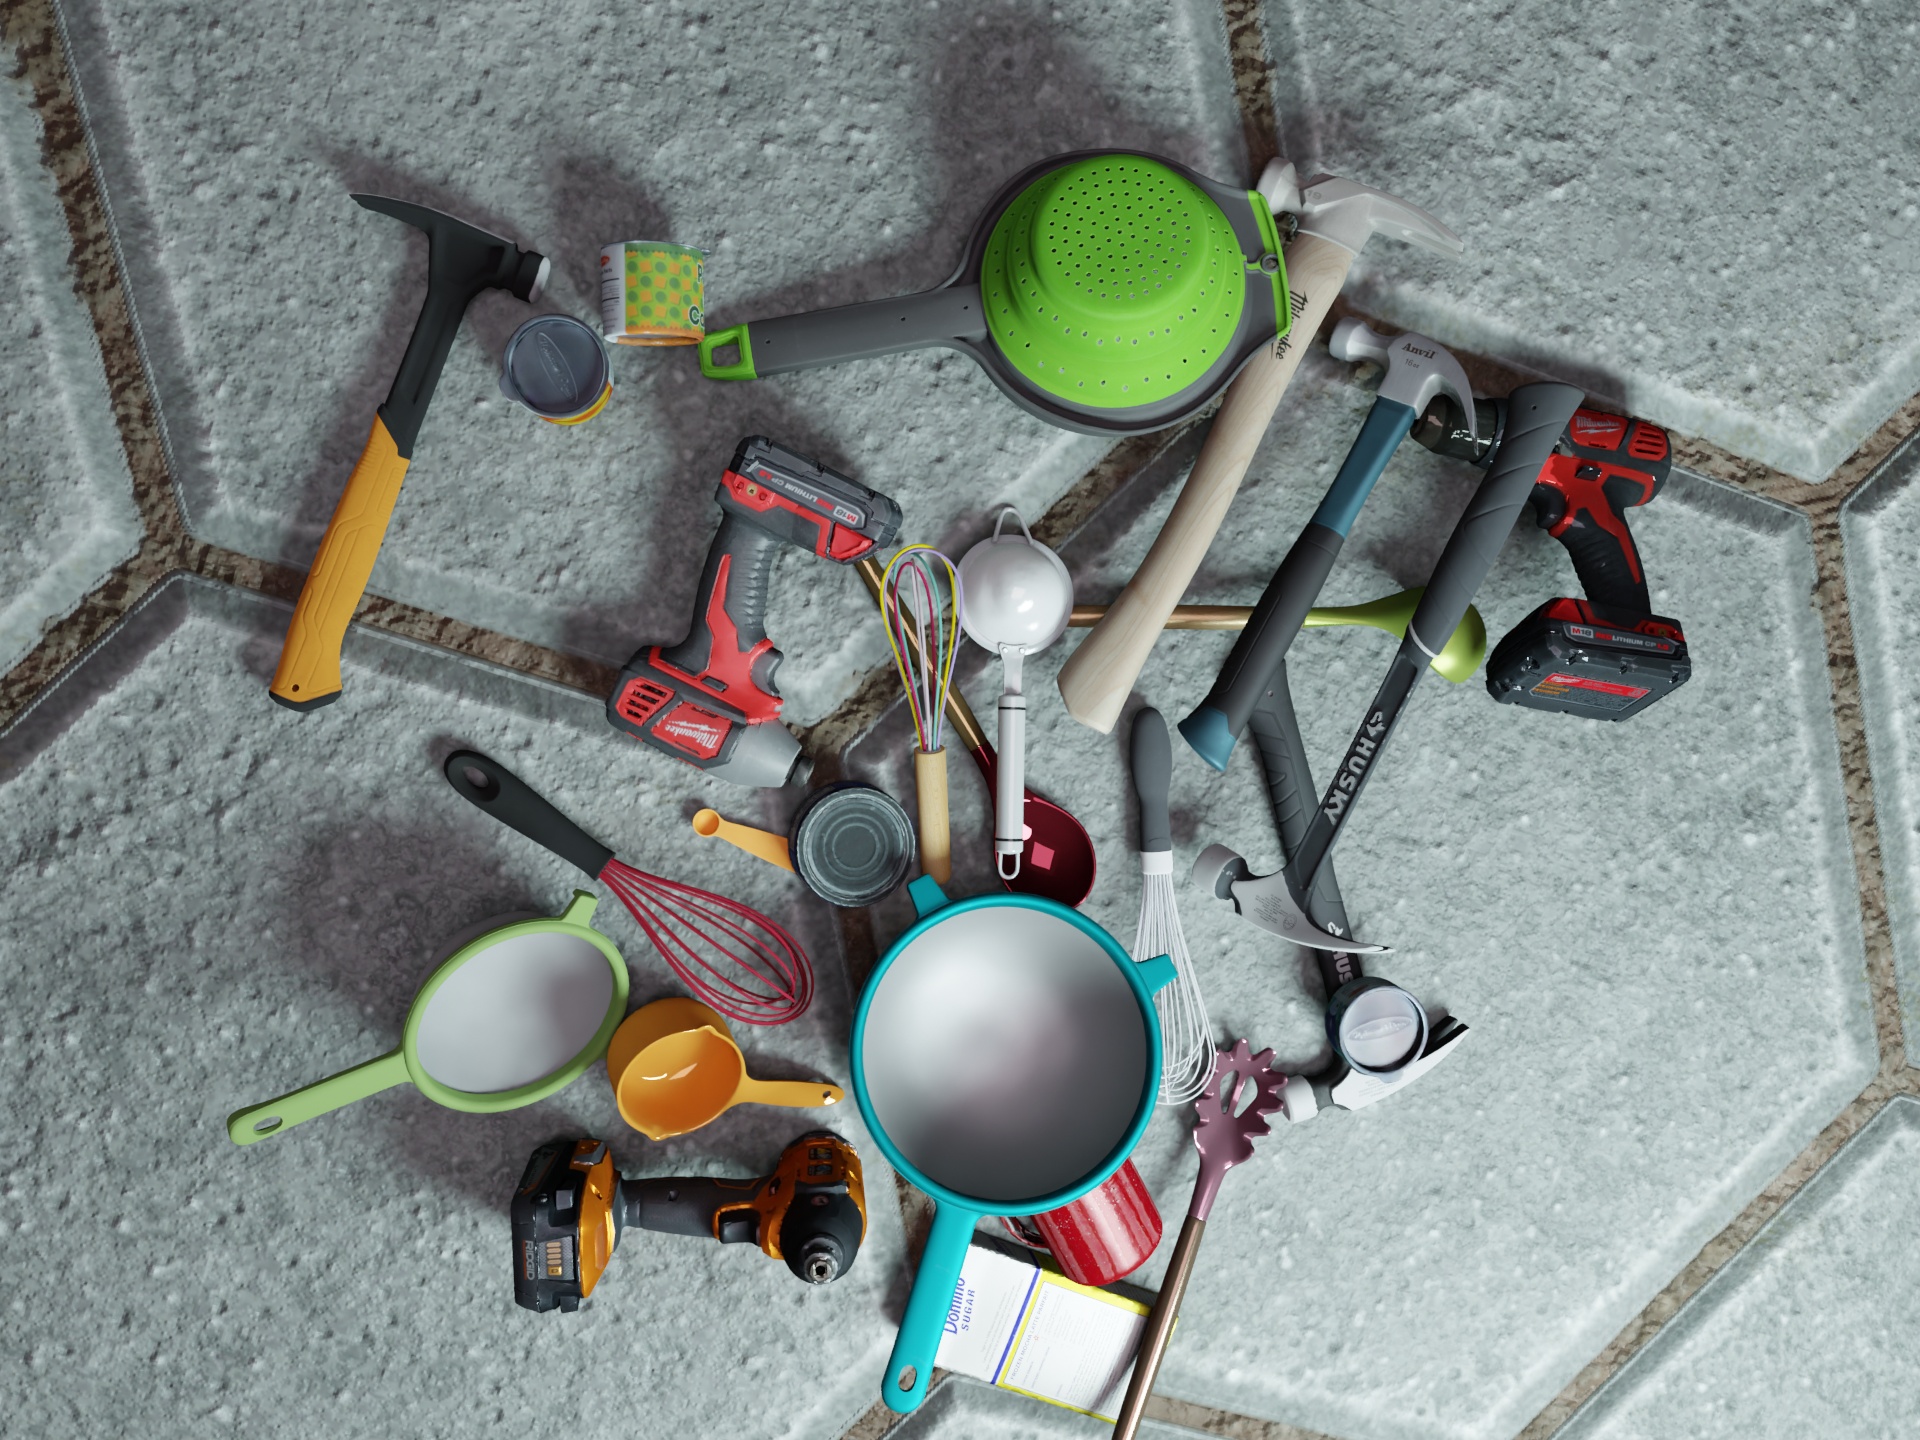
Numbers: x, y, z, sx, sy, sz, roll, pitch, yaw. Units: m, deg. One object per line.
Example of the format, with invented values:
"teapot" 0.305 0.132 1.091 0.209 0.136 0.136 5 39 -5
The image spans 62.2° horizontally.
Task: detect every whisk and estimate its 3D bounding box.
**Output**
"whisk" -0.026 -0.001 1.080 0.047 0.051 0.244 -26 120 -47
"whisk" 0.142 0.132 1.132 0.070 0.070 0.284 -3 91 -8
"whisk" -0.225 0.111 1.076 0.296 0.073 0.073 36 90 -3

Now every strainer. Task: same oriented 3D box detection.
"strainer" -0.347 0.198 1.034 0.256 0.069 0.151 -21 129 -23
"strainer" 0.037 -0.020 1.089 0.087 0.050 0.258 1 90 -12
"strainer" 0.007 0.287 1.081 0.211 0.095 0.340 19 77 -3

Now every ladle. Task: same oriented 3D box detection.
"ladle" -0.002 -0.004 1.110 0.069 0.031 0.315 -32 97 -2
"ladle" 0.214 -0.064 1.127 0.320 0.078 0.062 0 134 -1

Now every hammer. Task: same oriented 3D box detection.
"hammer" 0.301 -0.034 1.053 0.036 0.149 0.409 16 103 -49
"hammer" 0.241 -0.117 1.082 0.128 0.033 0.331 27 85 29
"hammer" 0.188 -0.175 1.081 0.146 0.038 0.410 27 90 17
"hammer" 0.264 0.117 1.155 0.146 0.035 0.334 -17 97 -6
"hammer" -0.385 -0.168 1.036 0.127 0.034 0.337 21 92 -10

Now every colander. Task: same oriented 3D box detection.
"colander" 0.020 -0.281 1.029 0.397 0.094 0.204 -10 81 1

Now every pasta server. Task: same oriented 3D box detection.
"pasta server" 0.160 0.381 1.132 0.060 0.040 0.316 20 78 8

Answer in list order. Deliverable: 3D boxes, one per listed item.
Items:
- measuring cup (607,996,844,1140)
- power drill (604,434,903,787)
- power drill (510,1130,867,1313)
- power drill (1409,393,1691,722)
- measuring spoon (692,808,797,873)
"measuring cup" -0.162 0.240 1.103 0.173 0.052 0.095 15 109 -34
"power drill" -0.129 -0.065 1.054 0.143 0.078 0.219 27 96 0
"power drill" -0.174 0.331 1.048 0.226 0.164 0.084 -1 96 -6
"power drill" 0.404 -0.125 1.098 0.188 0.080 0.227 9 65 -10
"measuring spoon" -0.132 0.088 1.110 0.117 0.011 0.021 22 88 -13
